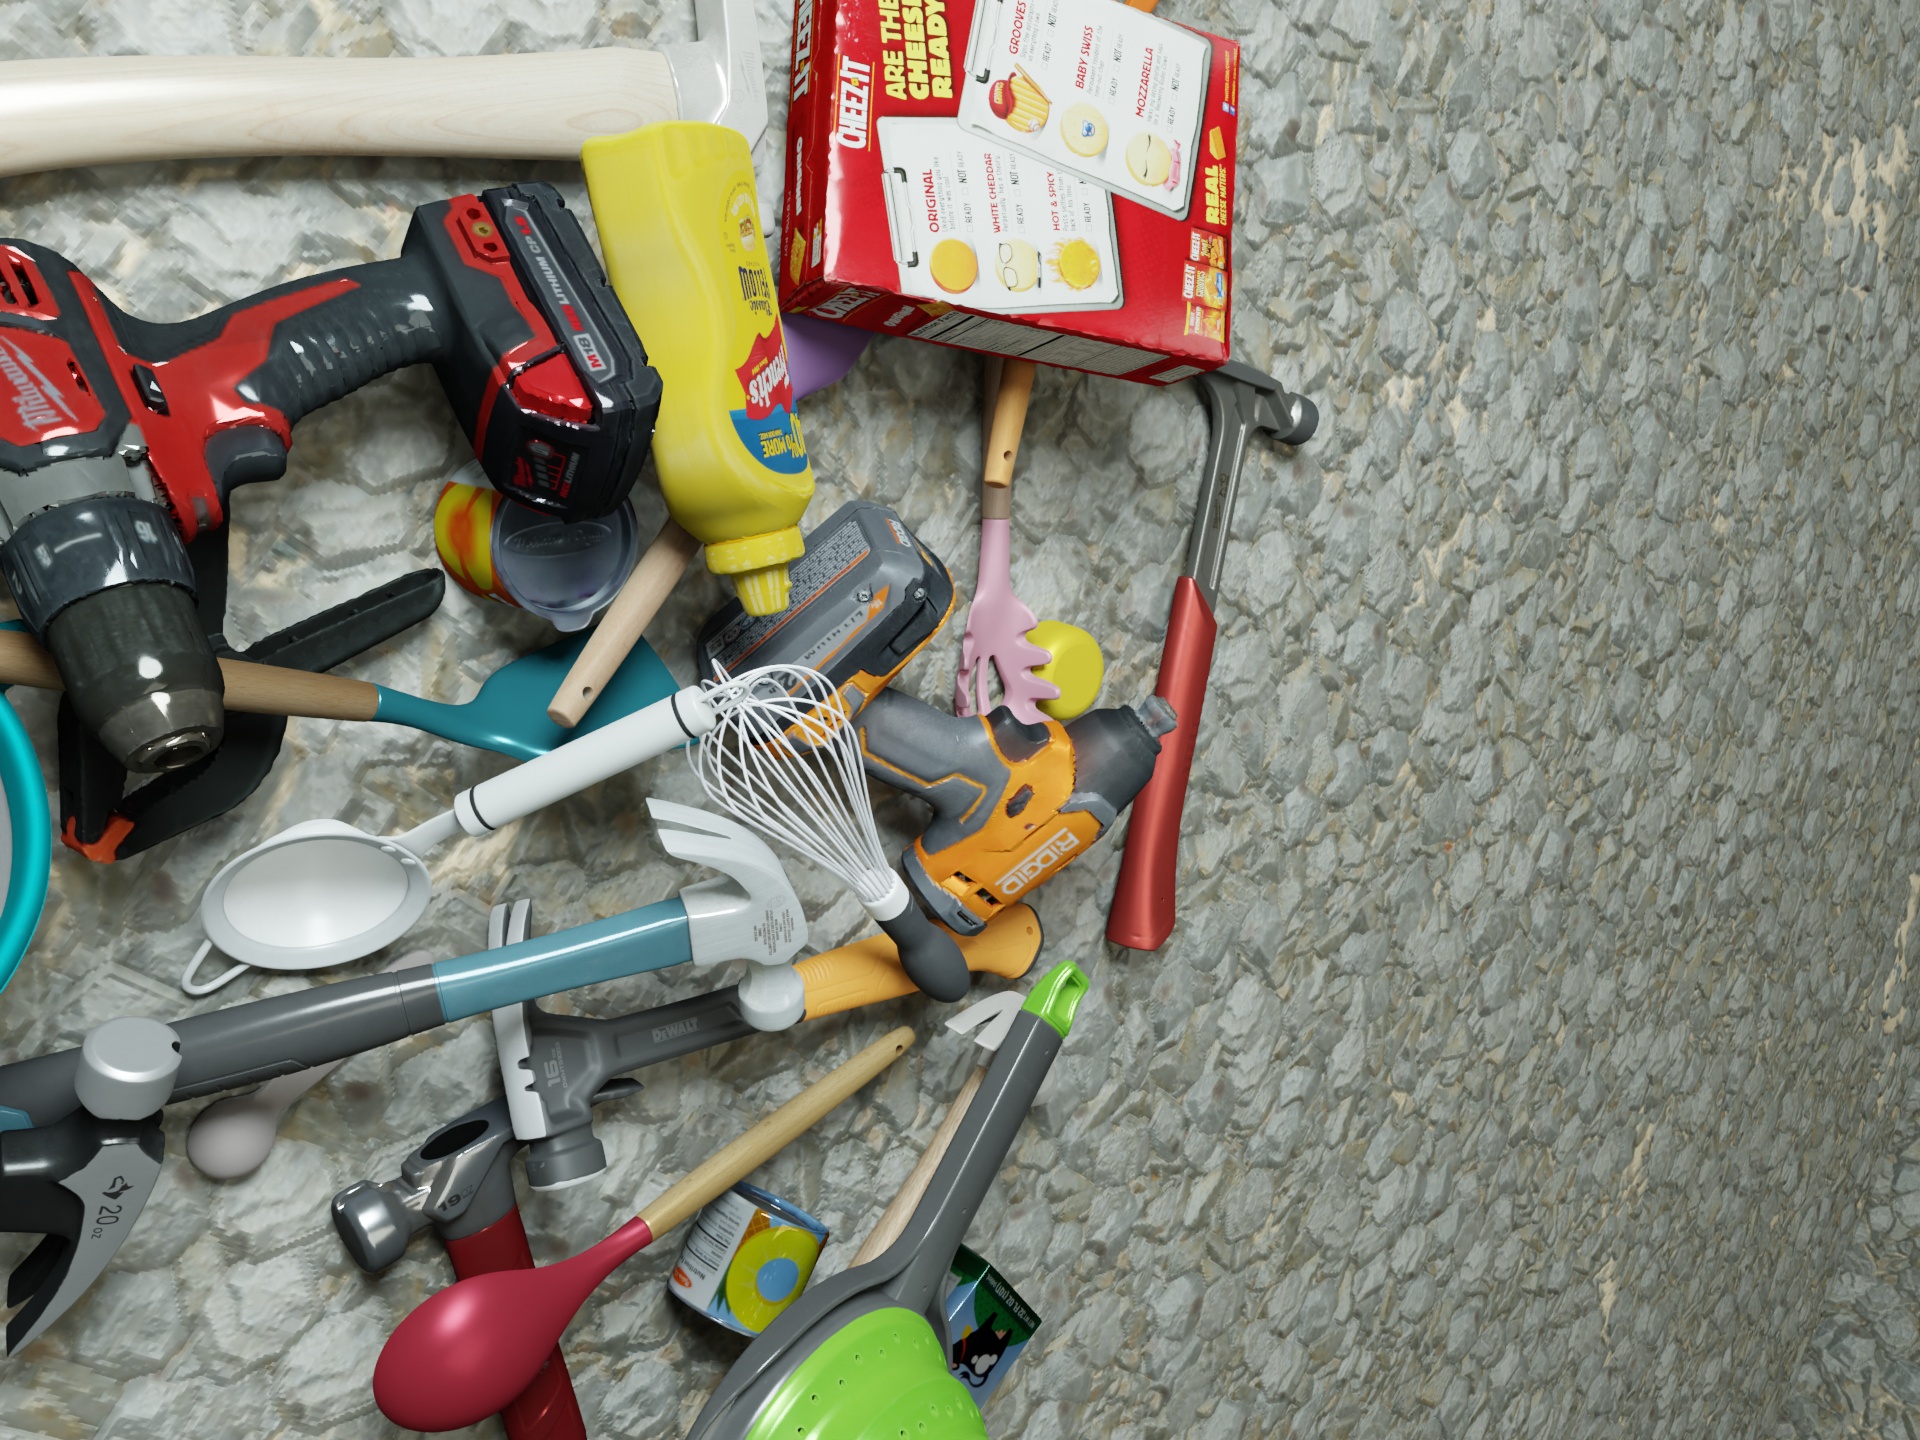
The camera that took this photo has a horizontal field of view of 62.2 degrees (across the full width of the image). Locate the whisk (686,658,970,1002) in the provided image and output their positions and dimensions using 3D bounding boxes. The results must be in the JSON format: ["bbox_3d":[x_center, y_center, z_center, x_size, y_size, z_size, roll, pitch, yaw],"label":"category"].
[{"bbox_3d":[-0.048,0.065,0.740,0.070,0.070,0.284,-53,143,-19],"label":"whisk"}]

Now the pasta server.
[{"bbox_3d":[0.024,-0.135,0.849,0.060,0.040,0.316,-5,103,-30],"label":"pasta server"}]

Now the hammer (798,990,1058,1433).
[{"bbox_3d":[-0.041,0.282,0.837,0.331,0.031,0.129,-54,151,-30],"label":"hammer"}]

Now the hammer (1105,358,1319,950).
[{"bbox_3d":[0.132,-0.038,0.969,0.149,0.037,0.359,7,96,-42],"label":"hammer"}]

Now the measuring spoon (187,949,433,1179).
[{"bbox_3d":[-0.269,0.144,0.673,0.124,0.018,0.034,-46,127,-24],"label":"measuring spoon"}]

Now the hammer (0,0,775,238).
[{"bbox_3d":[-0.250,-0.235,0.583,0.410,0.038,0.146,-19,111,-37],"label":"hammer"}]

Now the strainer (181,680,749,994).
[{"bbox_3d":[-0.198,0.038,0.630,0.258,0.050,0.086,-24,143,8],"label":"strainer"}]

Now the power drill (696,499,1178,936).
[{"bbox_3d":[-0.001,-0.003,0.790,0.164,0.084,0.226,-39,126,10],"label":"power drill"}]

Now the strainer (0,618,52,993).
[{"bbox_3d":[-0.384,0.100,0.431,0.210,0.095,0.341,17,51,-38],"label":"strainer"}]

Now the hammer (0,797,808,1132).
[{"bbox_3d":[-0.221,0.113,0.631,0.331,0.033,0.128,-13,131,-19],"label":"hammer"}]

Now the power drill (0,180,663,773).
[{"bbox_3d":[-0.222,-0.092,0.554,0.226,0.080,0.188,-20,74,-32],"label":"power drill"}]

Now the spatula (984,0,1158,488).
[{"bbox_3d":[0.053,-0.275,0.817,0.081,0.041,0.323,16,80,-30],"label":"spatula"}]

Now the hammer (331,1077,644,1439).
[{"bbox_3d":[-0.187,0.359,0.787,0.143,0.038,0.386,-25,116,-36],"label":"hammer"}]

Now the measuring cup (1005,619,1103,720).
[{"bbox_3d":[0.055,0.021,0.919,0.062,0.029,0.156,-6,103,-40],"label":"measuring cup"}]

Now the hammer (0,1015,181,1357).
[{"bbox_3d":[-0.436,0.151,0.492,0.334,0.035,0.146,9,121,-35],"label":"hammer"}]

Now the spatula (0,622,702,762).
[{"bbox_3d":[-0.239,-0.019,0.590,0.317,0.082,0.044,9,127,-51],"label":"spatula"}]

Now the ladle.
[{"bbox_3d":[-0.133,0.231,0.766,0.315,0.031,0.069,-30,117,-40],"label":"ladle"}]

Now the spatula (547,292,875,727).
[{"bbox_3d":[-0.099,-0.122,0.708,0.059,0.018,0.316,52,51,-36],"label":"spatula"}]

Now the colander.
[{"bbox_3d":[-0.005,0.305,0.774,0.397,0.094,0.204,-60,143,-18],"label":"colander"}]

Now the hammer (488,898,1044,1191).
[{"bbox_3d":[-0.080,0.129,0.812,0.336,0.034,0.127,-7,83,-45],"label":"hammer"}]
